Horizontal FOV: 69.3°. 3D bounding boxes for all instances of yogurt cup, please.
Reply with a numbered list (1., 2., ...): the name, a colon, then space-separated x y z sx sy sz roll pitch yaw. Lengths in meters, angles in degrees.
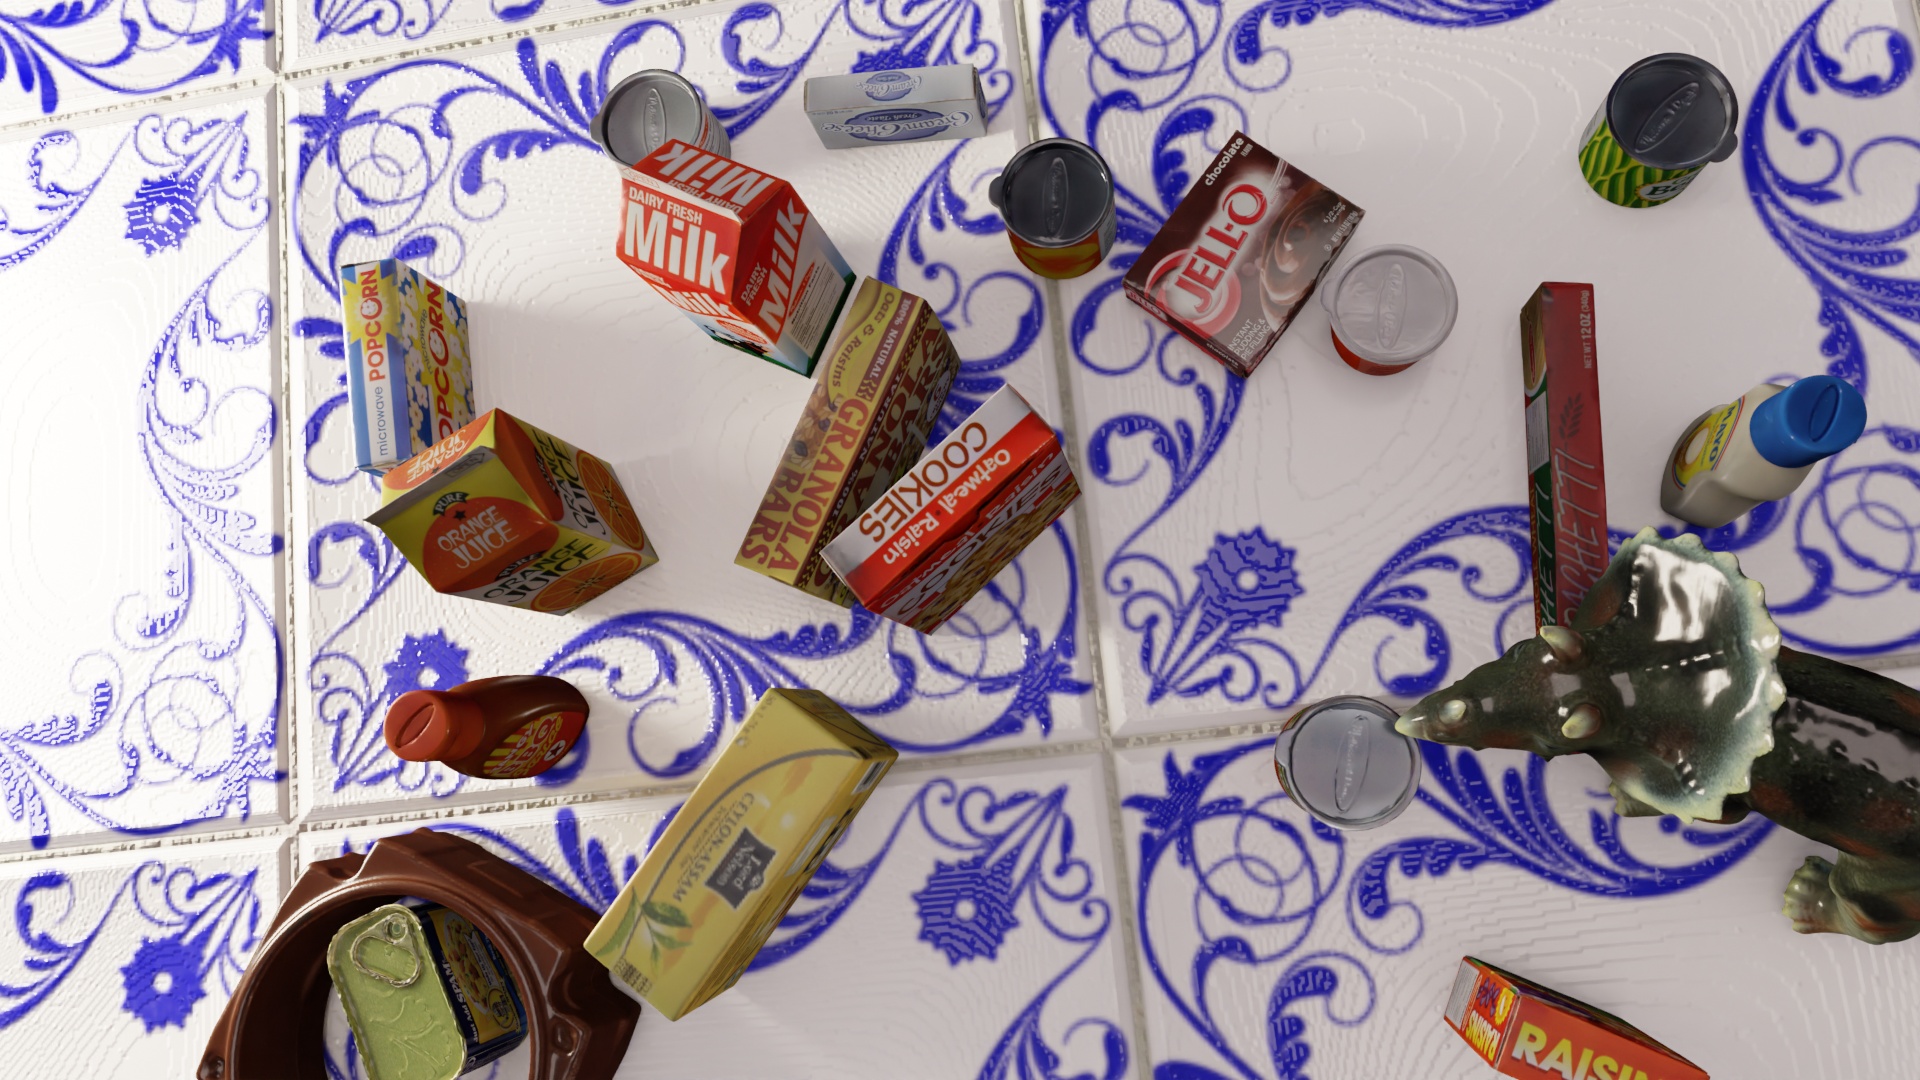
1. yogurt cup: 0.237 -0.124 0.772 0.072 0.054 0.072 -1 81 9

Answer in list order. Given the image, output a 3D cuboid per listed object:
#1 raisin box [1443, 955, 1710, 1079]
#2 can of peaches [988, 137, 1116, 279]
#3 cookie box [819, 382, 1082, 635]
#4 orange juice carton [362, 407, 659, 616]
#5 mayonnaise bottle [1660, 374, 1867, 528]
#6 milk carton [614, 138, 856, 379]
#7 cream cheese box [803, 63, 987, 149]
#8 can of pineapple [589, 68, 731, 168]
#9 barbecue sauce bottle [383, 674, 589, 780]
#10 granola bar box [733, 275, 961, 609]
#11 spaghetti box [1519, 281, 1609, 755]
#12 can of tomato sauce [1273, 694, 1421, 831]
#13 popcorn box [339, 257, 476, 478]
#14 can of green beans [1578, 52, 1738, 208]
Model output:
1. raisin box: 0.291 0.242 0.670 0.086 0.123 0.040 22 86 12
2. can of peaches: 0.055 -0.192 0.809 0.071 0.058 0.071 -1 81 9
3. cookie box: 0.003 -0.009 0.732 0.123 0.167 0.040 -43 78 1
4. orange juice carton: -0.244 -0.014 0.759 0.072 0.192 0.073 -30 78 4
5. mayonnaise bottle: 0.394 -0.047 0.687 0.041 0.148 0.065 23 86 12
6. milk carton: -0.124 -0.157 0.764 0.072 0.190 0.073 23 86 12
7. cream cheese box: -0.037 -0.261 0.837 0.104 0.053 0.024 -2 81 9
8. can of pineapple: -0.183 -0.247 0.855 0.071 0.058 0.071 -1 81 9
9. barbecue sauce bottle: -0.261 0.103 0.766 0.044 0.148 0.065 40 90 12
10. granola bar box: -0.056 -0.048 0.770 0.039 0.124 0.165 23 86 12
11. spaghetti box: 0.324 -0.012 0.742 0.029 0.050 0.250 -1 81 9
12. can of tomato sauce: 0.198 0.115 0.725 0.071 0.083 0.071 -1 81 9
13. popcorn box: -0.332 -0.097 0.841 0.038 0.085 0.127 -10 80 7
14. can of green beans: 0.381 -0.224 0.763 0.071 0.058 0.071 -1 81 9
